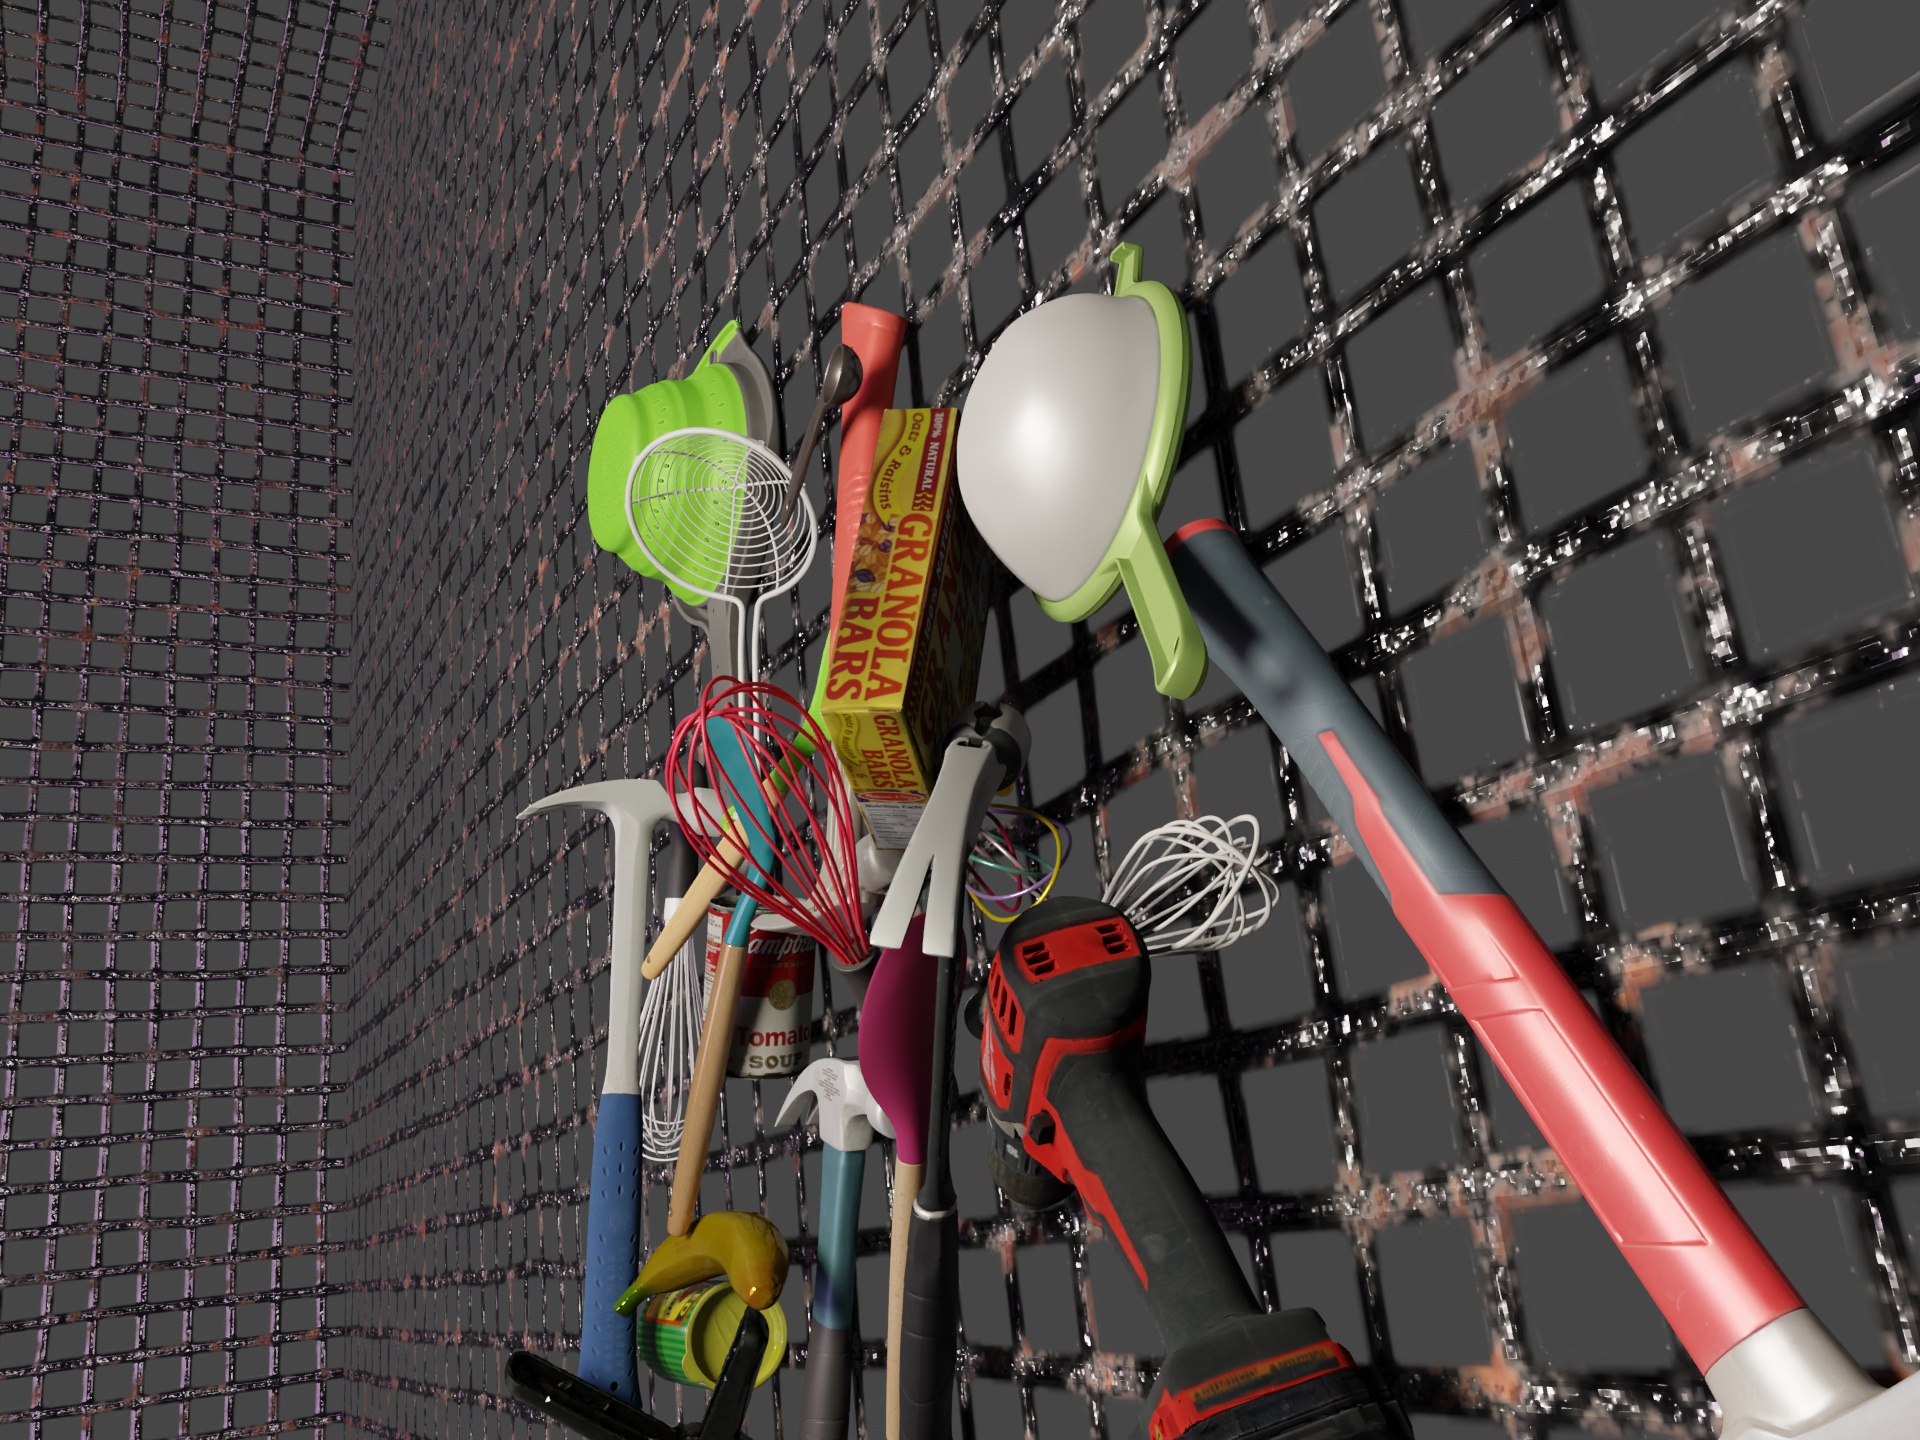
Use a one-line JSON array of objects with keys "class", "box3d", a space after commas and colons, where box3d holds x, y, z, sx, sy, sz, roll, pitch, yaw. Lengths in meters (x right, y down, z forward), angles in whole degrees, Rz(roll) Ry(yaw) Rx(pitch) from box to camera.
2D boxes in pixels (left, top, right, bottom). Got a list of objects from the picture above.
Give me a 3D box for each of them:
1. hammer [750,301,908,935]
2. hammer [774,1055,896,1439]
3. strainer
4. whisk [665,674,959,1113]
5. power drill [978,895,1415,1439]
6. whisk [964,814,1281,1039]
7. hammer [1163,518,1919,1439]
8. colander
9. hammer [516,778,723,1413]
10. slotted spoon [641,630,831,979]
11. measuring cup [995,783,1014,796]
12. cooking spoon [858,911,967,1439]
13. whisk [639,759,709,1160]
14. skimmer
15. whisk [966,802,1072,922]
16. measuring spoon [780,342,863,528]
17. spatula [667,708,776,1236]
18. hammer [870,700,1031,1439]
[{"class": "hammer", "box3d": [-0.060, -0.065, 0.867, 0.149, 0.036, 0.359, -31, 52, 55]}, {"class": "hammer", "box3d": [-0.074, 0.353, 0.900, 0.128, 0.033, 0.331, 8, 94, 60]}, {"class": "strainer", "box3d": [0.042, -0.091, 0.642, 0.257, 0.069, 0.151, -100, 28, -54]}, {"class": "whisk", "box3d": [-0.056, 0.095, 0.731, 0.073, 0.073, 0.295, 51, 168, 51]}, {"class": "power drill", "box3d": [0.064, 0.201, 0.598, 0.187, 0.080, 0.227, 95, 157, -47]}, {"class": "whisk", "box3d": [0.058, 0.098, 0.682, 0.246, 0.057, 0.059, -46, 13, 55]}, {"class": "hammer", "box3d": [0.163, 0.048, 0.501, 0.143, 0.038, 0.387, -63, 37, 34]}, {"class": "colander", "box3d": [-0.200, -0.095, 1.115, 0.204, 0.094, 0.397, -35, 57, 55]}, {"class": "hammer", "box3d": [-0.228, 0.234, 1.045, 0.035, 0.144, 0.406, -29, 57, 56]}, {"class": "slotted spoon", "box3d": [-0.124, 0.055, 0.977, 0.313, 0.031, 0.070, -54, 41, 28]}, {"class": "measuring cup", "box3d": [-0.001, -0.003, 0.818, 0.157, 0.029, 0.062, 46, 126, 50]}, {"class": "cooking spoon", "box3d": [-0.024, 0.234, 0.781, 0.017, 0.068, 0.318, 23, 120, 39]}, {"class": "whisk", "box3d": [-0.204, 0.168, 1.138, 0.070, 0.070, 0.285, -19, 66, 59]}, {"class": "skimmer", "box3d": [-0.147, 0.001, 1.013, 0.090, 0.127, 0.363, 4, -96, -75]}, {"class": "whisk", "box3d": [-0.014, 0.052, 0.818, 0.245, 0.051, 0.047, -156, 67, -63]}, {"class": "measuring spoon", "box3d": [-0.077, -0.154, 0.886, 0.034, 0.018, 0.124, -99, 27, -44]}, {"class": "spatula", "box3d": [-0.146, 0.152, 0.923, 0.082, 0.044, 0.317, 26, 107, 59]}, {"class": "hammer", "box3d": [-0.010, 0.204, 0.703, 0.149, 0.036, 0.408, -63, -22, -62]}]
